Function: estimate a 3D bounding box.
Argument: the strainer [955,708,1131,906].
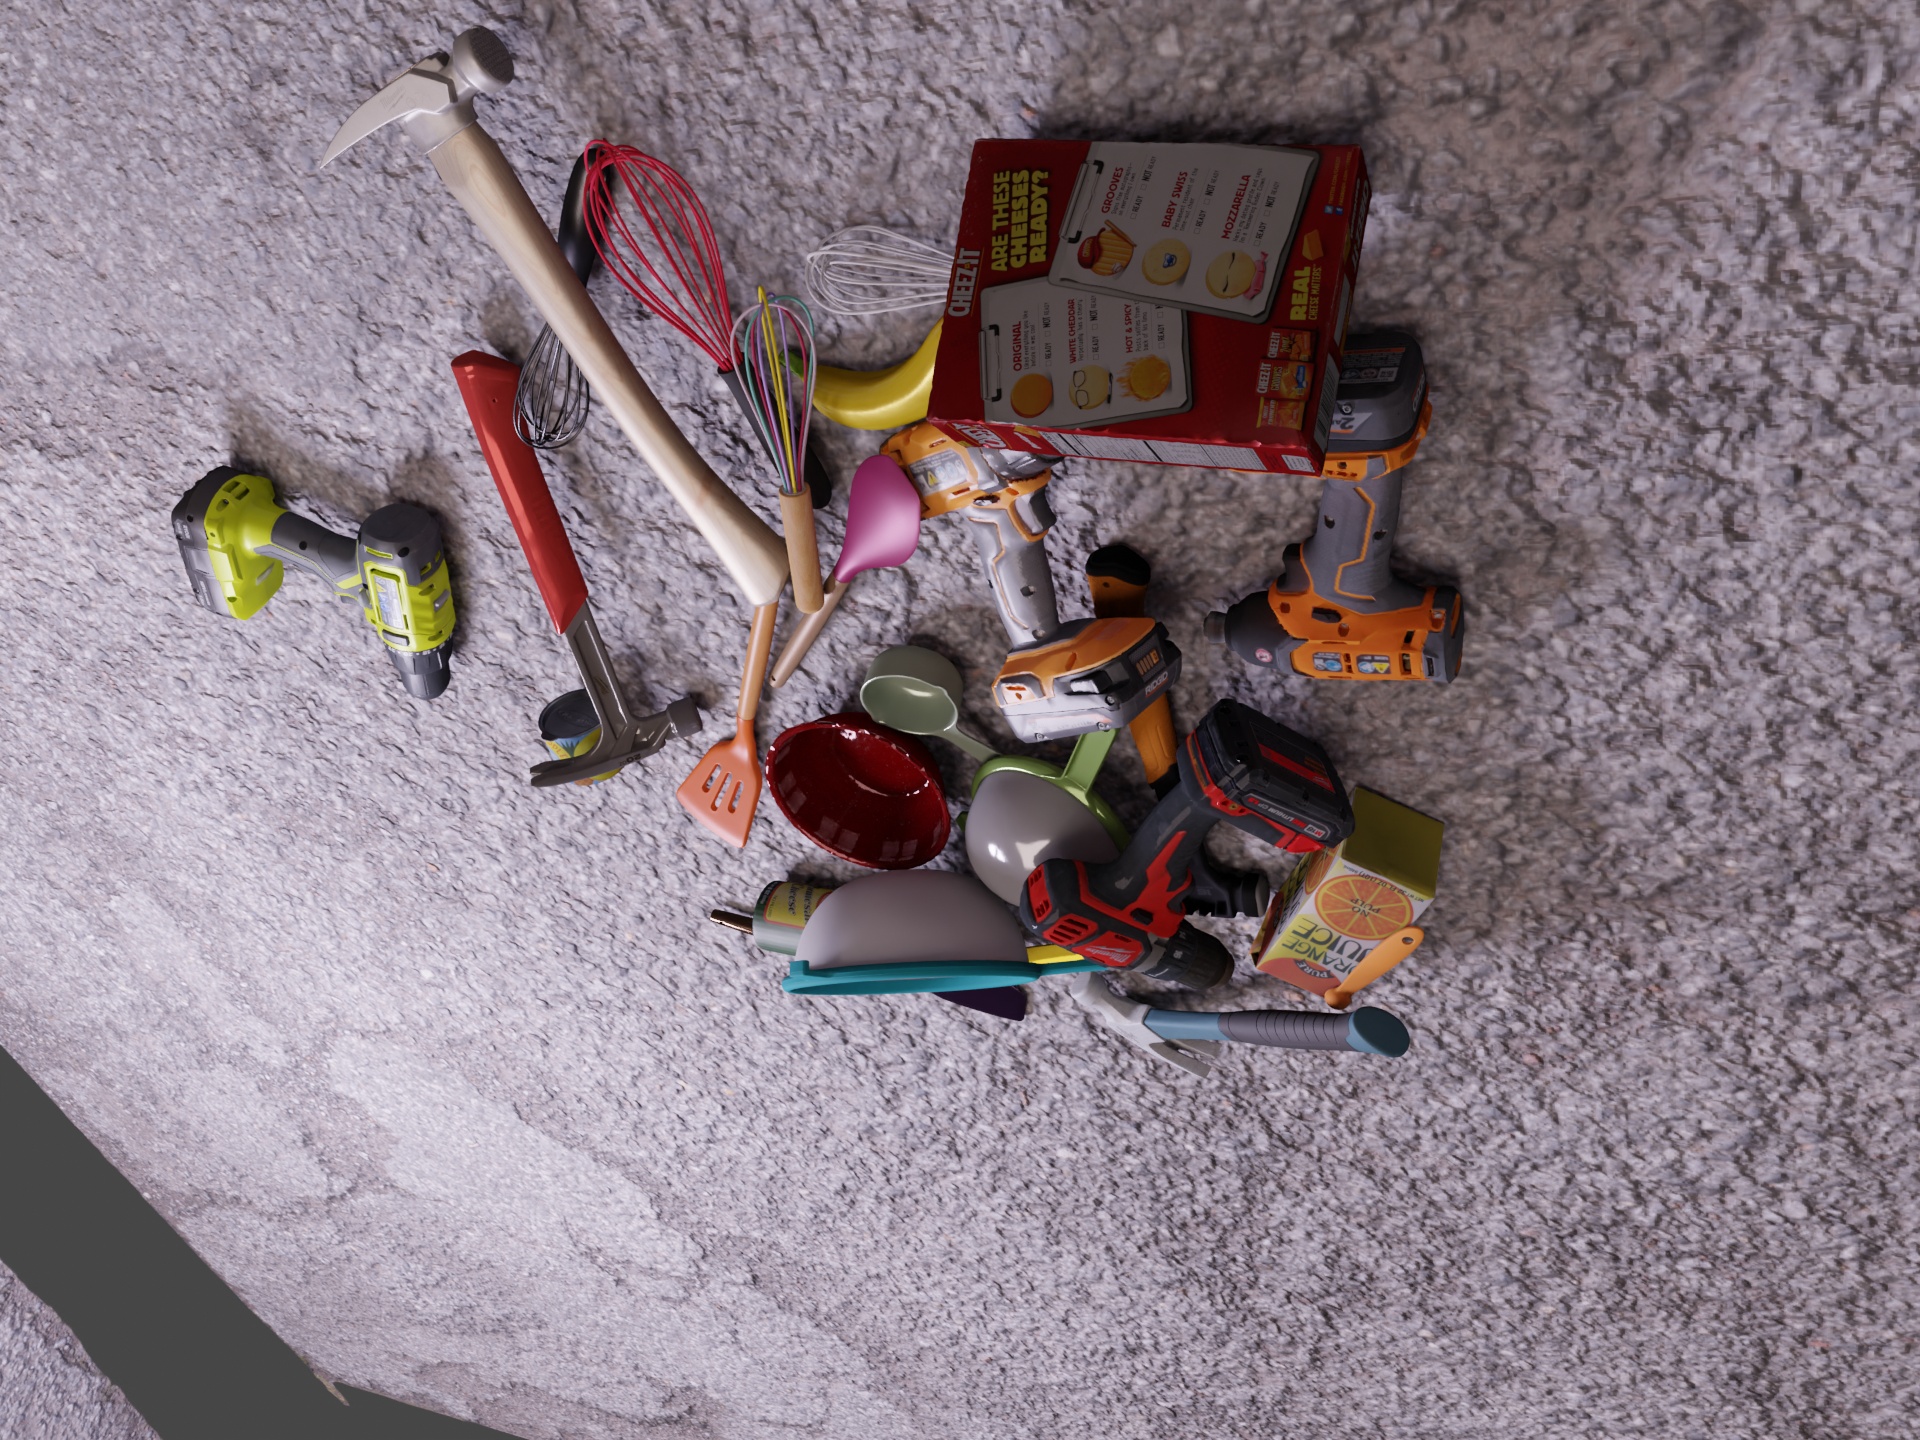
[{"bbox_3d":[0.066,0.076,1.179,0.151,0.069,0.256,35,148,11],"label":"strainer"}]

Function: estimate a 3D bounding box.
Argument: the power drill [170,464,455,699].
[{"bbox_3d":[-0.541,-0.116,1.366,0.228,0.080,0.190,17,135,9],"label":"power drill"}]

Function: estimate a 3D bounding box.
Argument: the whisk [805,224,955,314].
[{"bbox_3d":[0.021,-0.265,0.959,0.246,0.059,0.057,9,170,15],"label":"whisk"}]

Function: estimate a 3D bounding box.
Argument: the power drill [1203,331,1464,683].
[{"bbox_3d":[0.214,-0.116,0.969,0.164,0.084,0.226,3,135,26],"label":"power drill"}]

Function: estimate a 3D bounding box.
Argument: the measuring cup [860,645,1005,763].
[{"bbox_3d":[-0.002,-0.004,1.226,0.167,0.038,0.083,33,143,-29],"label":"measuring cup"}]

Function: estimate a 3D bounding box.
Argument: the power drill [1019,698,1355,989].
[{"bbox_3d":[0.176,0.106,1.142,0.187,0.080,0.226,26,123,-28],"label":"power drill"}]

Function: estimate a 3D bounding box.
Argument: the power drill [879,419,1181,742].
[{"bbox_3d":[0.059,-0.106,1.020,0.185,0.084,0.226,-11,110,49],"label":"power drill"}]

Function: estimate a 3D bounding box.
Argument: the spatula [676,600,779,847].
[{"bbox_3d":[-0.175,-0.015,1.281,0.081,0.041,0.322,37,142,14],"label":"spatula"}]

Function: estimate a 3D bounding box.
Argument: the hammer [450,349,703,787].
[{"bbox_3d":[-0.325,-0.113,1.244,0.149,0.037,0.358,-19,122,-7],"label":"hammer"}]

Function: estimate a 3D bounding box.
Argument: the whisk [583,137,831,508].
[{"bbox_3d":[-0.159,-0.250,1.044,0.073,0.073,0.295,-3,138,30],"label":"whisk"}]

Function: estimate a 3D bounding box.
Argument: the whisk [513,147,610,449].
[{"bbox_3d":[-0.268,-0.282,1.092,0.055,0.055,0.238,27,132,2],"label":"whisk"}]

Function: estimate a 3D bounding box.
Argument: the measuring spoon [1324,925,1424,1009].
[{"bbox_3d":[0.297,0.180,1.144,0.021,0.011,0.116,27,137,-5],"label":"measuring spoon"}]

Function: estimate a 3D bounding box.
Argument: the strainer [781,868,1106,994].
[{"bbox_3d":[0.022,0.168,1.308,0.340,0.095,0.211,-3,167,-4],"label":"strainer"}]

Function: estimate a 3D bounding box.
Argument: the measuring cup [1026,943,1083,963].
[{"bbox_3d":[0.045,0.199,1.398,0.156,0.029,0.062,-7,124,18],"label":"measuring cup"}]

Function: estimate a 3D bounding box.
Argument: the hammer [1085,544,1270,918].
[{"bbox_3d":[0.138,0.018,1.167,0.127,0.034,0.336,0,130,26],"label":"hammer"}]

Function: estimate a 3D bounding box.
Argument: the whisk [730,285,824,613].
[{"bbox_3d":[-0.113,-0.176,1.065,0.047,0.051,0.244,33,143,36],"label":"whisk"}]

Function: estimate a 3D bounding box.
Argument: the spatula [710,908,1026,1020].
[{"bbox_3d":[-0.089,0.222,1.486,0.316,0.018,0.059,14,134,14],"label":"spatula"}]

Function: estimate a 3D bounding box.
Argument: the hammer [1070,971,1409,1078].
[{"bbox_3d":[0.222,0.242,1.259,0.128,0.033,0.331,39,156,-18],"label":"hammer"}]

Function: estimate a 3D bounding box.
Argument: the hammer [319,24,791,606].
[{"bbox_3d":[-0.248,-0.240,1.068,0.146,0.038,0.410,-19,120,27],"label":"hammer"}]

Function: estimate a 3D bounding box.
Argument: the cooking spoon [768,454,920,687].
[{"bbox_3d":[-0.093,-0.093,1.149,0.069,0.017,0.318,55,149,8],"label":"cooking spoon"}]
